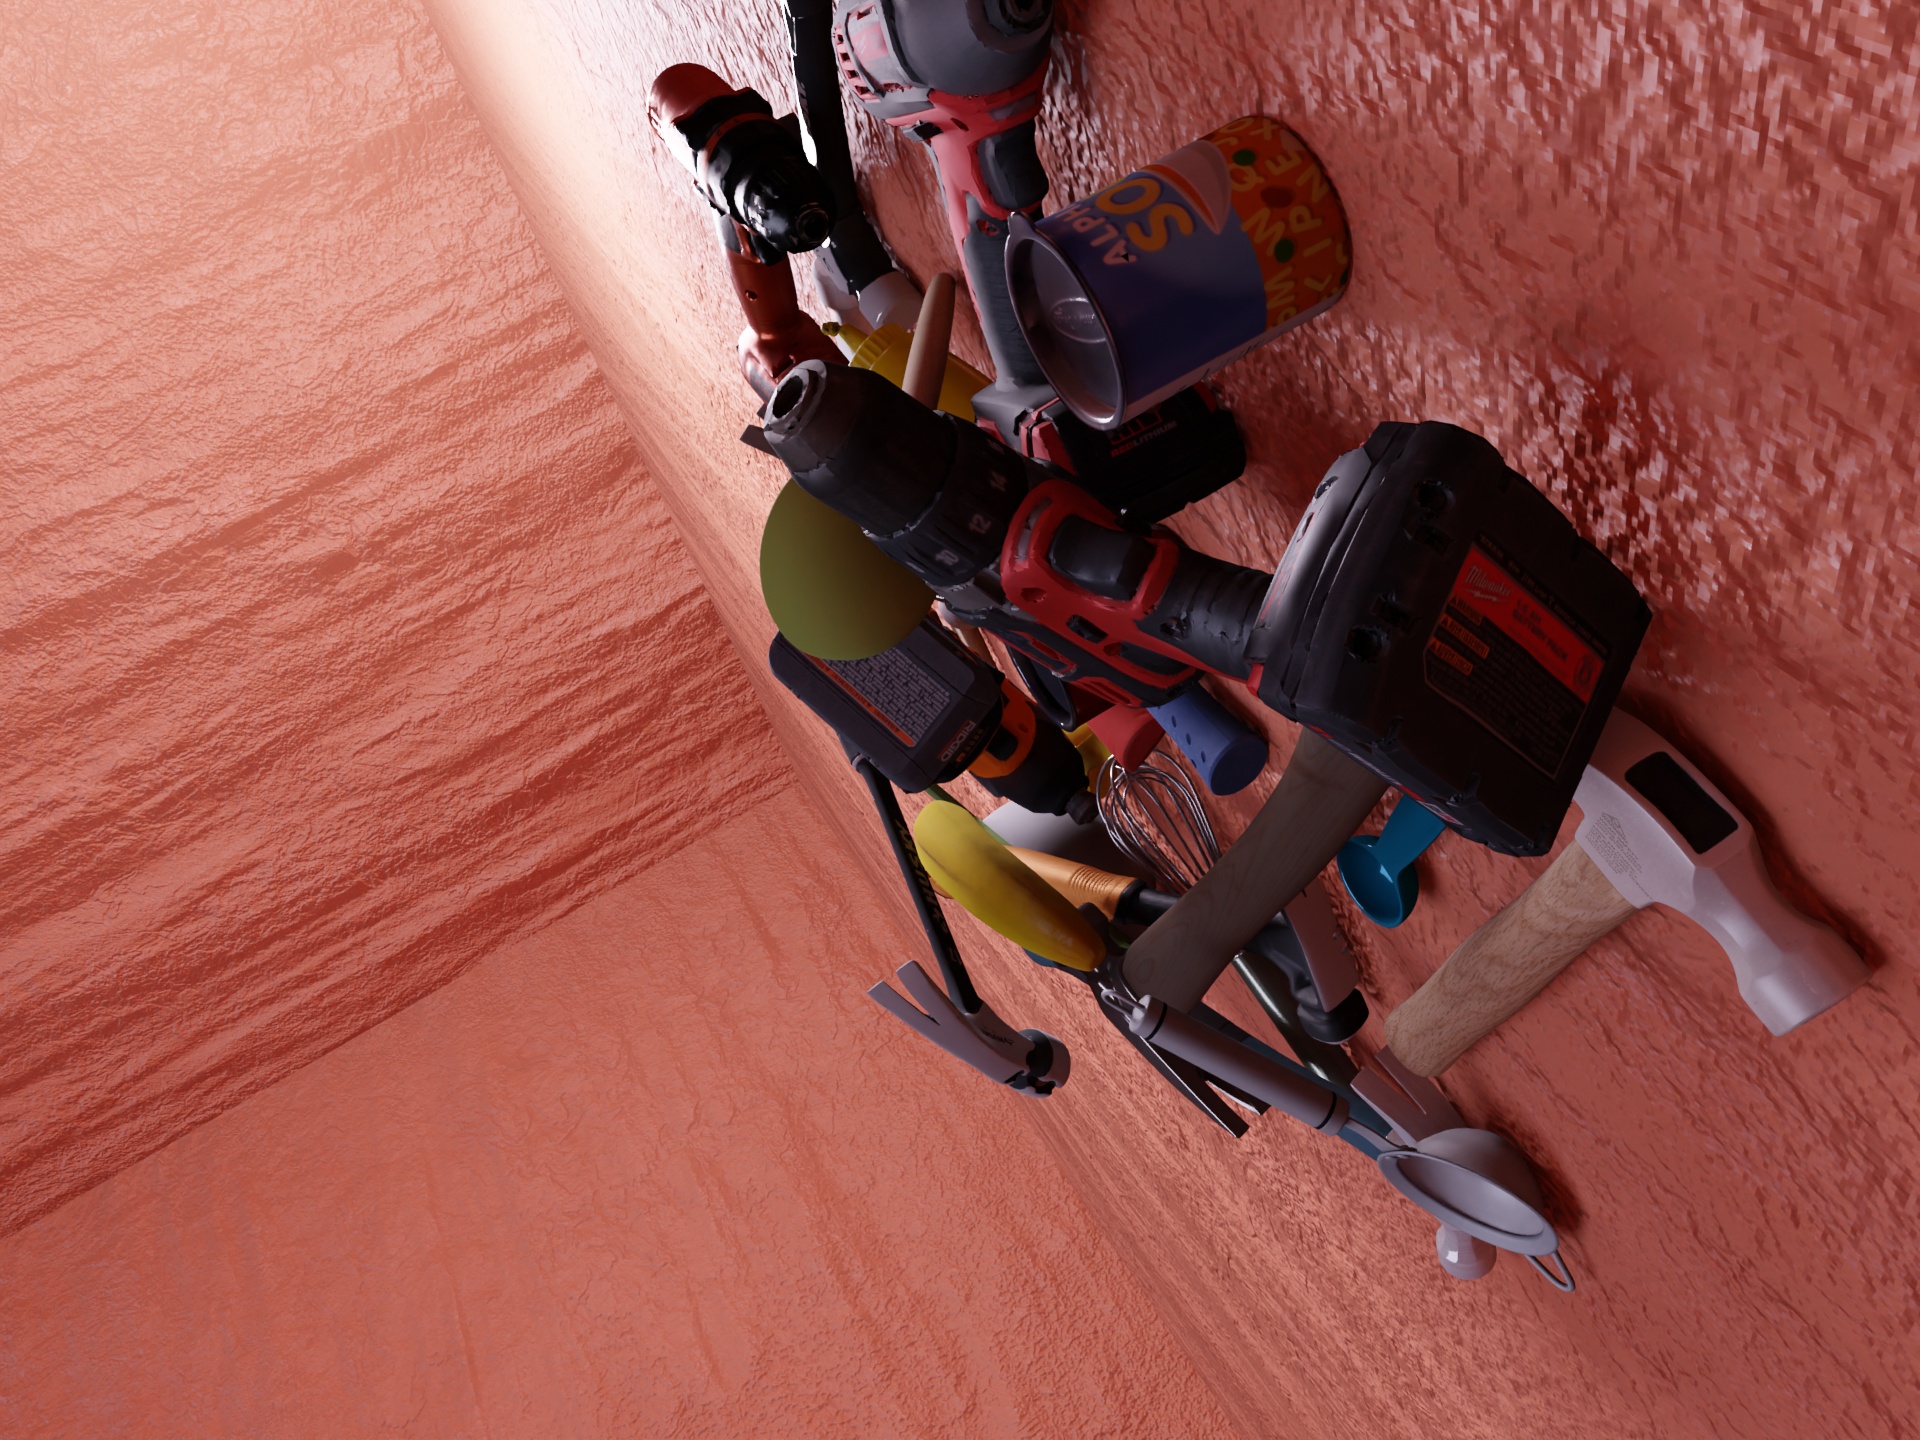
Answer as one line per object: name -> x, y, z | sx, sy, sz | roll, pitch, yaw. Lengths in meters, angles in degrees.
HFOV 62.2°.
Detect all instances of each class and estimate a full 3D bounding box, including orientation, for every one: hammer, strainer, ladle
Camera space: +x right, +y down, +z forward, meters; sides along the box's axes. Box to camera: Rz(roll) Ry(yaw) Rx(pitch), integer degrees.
hammer -> -0.054, 0.036, 0.960 | 0.149, 0.036, 0.409 | 36, -158, -49
hammer -> 0.135, 0.076, 0.694 | 0.146, 0.038, 0.410 | 45, 155, 14
hammer -> 0.204, 0.084, 0.588 | 0.130, 0.031, 0.331 | 56, 169, 20
hammer -> -0.075, -0.335, 0.759 | 0.146, 0.035, 0.334 | 56, 169, 20
hammer -> 0.033, -0.106, 0.876 | 0.406, 0.035, 0.143 | 53, 167, 35
strainer -> 0.040, 0.060, 1.070 | 0.256, 0.069, 0.151 | 40, 178, -7
hammer -> 0.000, -0.084, 0.966 | 0.149, 0.036, 0.359 | 24, -164, -46
strainer -> 0.179, 0.183, 0.733 | 0.258, 0.050, 0.087 | 28, 157, -5
hammer -> 0.151, 0.184, 0.898 | 0.331, 0.033, 0.128 | 26, 145, 45
ladle -> -0.030, -0.131, 0.684 | 0.320, 0.062, 0.078 | -84, -22, -55
hammer -> 0.076, 0.094, 0.905 | 0.337, 0.034, 0.127 | 5, 127, 54

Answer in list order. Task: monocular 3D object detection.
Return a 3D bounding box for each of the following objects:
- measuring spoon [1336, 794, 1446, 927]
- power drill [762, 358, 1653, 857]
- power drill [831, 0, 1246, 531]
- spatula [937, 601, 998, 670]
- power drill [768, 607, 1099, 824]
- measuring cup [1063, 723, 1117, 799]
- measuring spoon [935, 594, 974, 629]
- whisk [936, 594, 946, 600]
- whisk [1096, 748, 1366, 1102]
measuring spoon -> 0.184, 0.044, 0.637 | 0.042, 0.021, 0.128 | 57, 160, 22
power drill -> 0.059, -0.046, 0.473 | 0.187, 0.080, 0.227 | 29, 174, -37
power drill -> 0.026, -0.181, 0.600 | 0.219, 0.078, 0.143 | 67, 168, -22
spatula -> 0.004, -0.044, 1.168 | 0.317, 0.044, 0.082 | 63, 176, -10
power drill -> -0.001, -0.003, 0.917 | 0.164, 0.084, 0.226 | 41, -174, 18
measuring cup -> 0.092, 0.014, 0.981 | 0.062, 0.029, 0.156 | 62, 158, 5
measuring spoon -> -0.022, -0.075, 1.004 | 0.034, 0.018, 0.124 | 41, -168, 25
whisk -> -0.033, -0.130, 0.901 | 0.239, 0.055, 0.055 | 53, 169, 53
whisk -> 0.157, 0.120, 0.897 | 0.246, 0.059, 0.058 | 55, -154, 5
